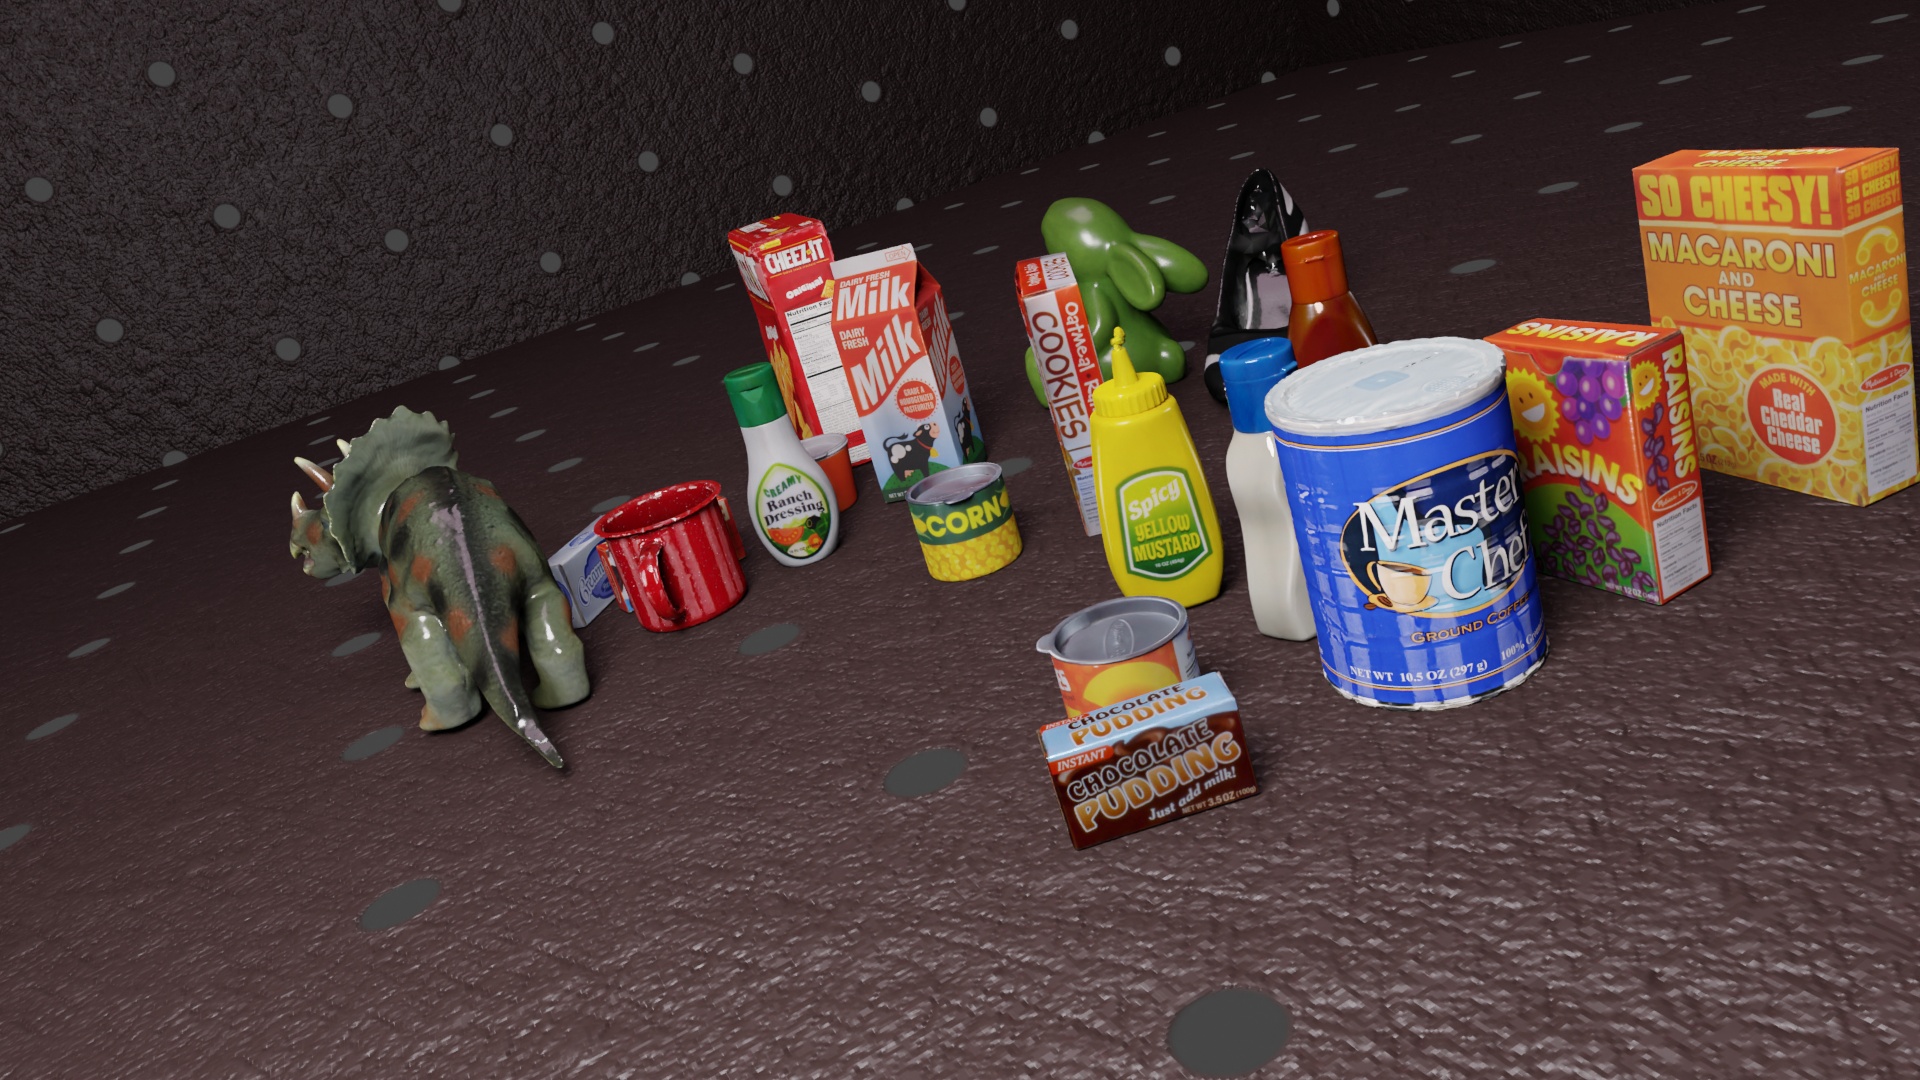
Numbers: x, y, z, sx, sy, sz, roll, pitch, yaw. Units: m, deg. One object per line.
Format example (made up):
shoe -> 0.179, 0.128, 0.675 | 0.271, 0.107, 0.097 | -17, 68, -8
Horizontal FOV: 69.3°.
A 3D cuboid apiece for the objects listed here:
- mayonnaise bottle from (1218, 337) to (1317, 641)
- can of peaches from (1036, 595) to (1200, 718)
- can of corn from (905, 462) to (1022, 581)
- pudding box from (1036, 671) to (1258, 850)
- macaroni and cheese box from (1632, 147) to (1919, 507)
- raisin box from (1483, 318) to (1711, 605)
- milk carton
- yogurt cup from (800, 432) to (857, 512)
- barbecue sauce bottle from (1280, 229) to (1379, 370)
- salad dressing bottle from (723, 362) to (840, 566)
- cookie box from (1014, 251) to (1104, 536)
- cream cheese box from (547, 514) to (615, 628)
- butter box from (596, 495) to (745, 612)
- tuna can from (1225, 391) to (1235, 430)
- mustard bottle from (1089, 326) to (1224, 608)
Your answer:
mayonnaise bottle -> 0.163, -0.027, 0.698 | 0.065, 0.147, 0.041 | -31, 24, -35
can of peaches -> 0.077, 0.066, 0.651 | 0.071, 0.058, 0.071 | -15, 20, 6
can of corn -> 0.003, -0.012, 0.919 | 0.071, 0.058, 0.071 | -15, 20, 6
pudding box -> 0.080, 0.093, 0.591 | 0.084, 0.049, 0.030 | -17, 19, -1
macaroni and cheese box -> 0.408, -0.112, 0.699 | 0.040, 0.166, 0.124 | -22, 20, -13
raisin box -> 0.300, -0.040, 0.658 | 0.040, 0.123, 0.086 | -23, 20, -18
milk carton -> -0.043, -0.133, 1.087 | 0.072, 0.190, 0.074 | -10, 21, 20
yogurt cup -> -0.117, -0.051, 1.128 | 0.072, 0.053, 0.072 | -15, 20, 6
barbecue sauce bottle -> 0.238, -0.123, 0.893 | 0.065, 0.148, 0.044 | -12, 20, 14
salad dressing bottle -> -0.132, -0.055, 1.014 | 0.064, 0.147, 0.044 | -17, 19, -1
cookie box -> 0.077, -0.103, 0.943 | 0.040, 0.167, 0.123 | -15, 19, 6
cream cheese box -> -0.282, 0.022, 1.067 | 0.024, 0.053, 0.104 | -10, 21, 19
butter box -> -0.218, 0.009, 1.052 | 0.104, 0.053, 0.024 | -28, 22, -28
tuna can -> 0.229, -0.100, 1.012 | 0.071, 0.032, 0.071 | -15, 20, 6
mustard bottle -> 0.101, -0.039, 0.763 | 0.065, 0.159, 0.049 | -15, 19, 5
